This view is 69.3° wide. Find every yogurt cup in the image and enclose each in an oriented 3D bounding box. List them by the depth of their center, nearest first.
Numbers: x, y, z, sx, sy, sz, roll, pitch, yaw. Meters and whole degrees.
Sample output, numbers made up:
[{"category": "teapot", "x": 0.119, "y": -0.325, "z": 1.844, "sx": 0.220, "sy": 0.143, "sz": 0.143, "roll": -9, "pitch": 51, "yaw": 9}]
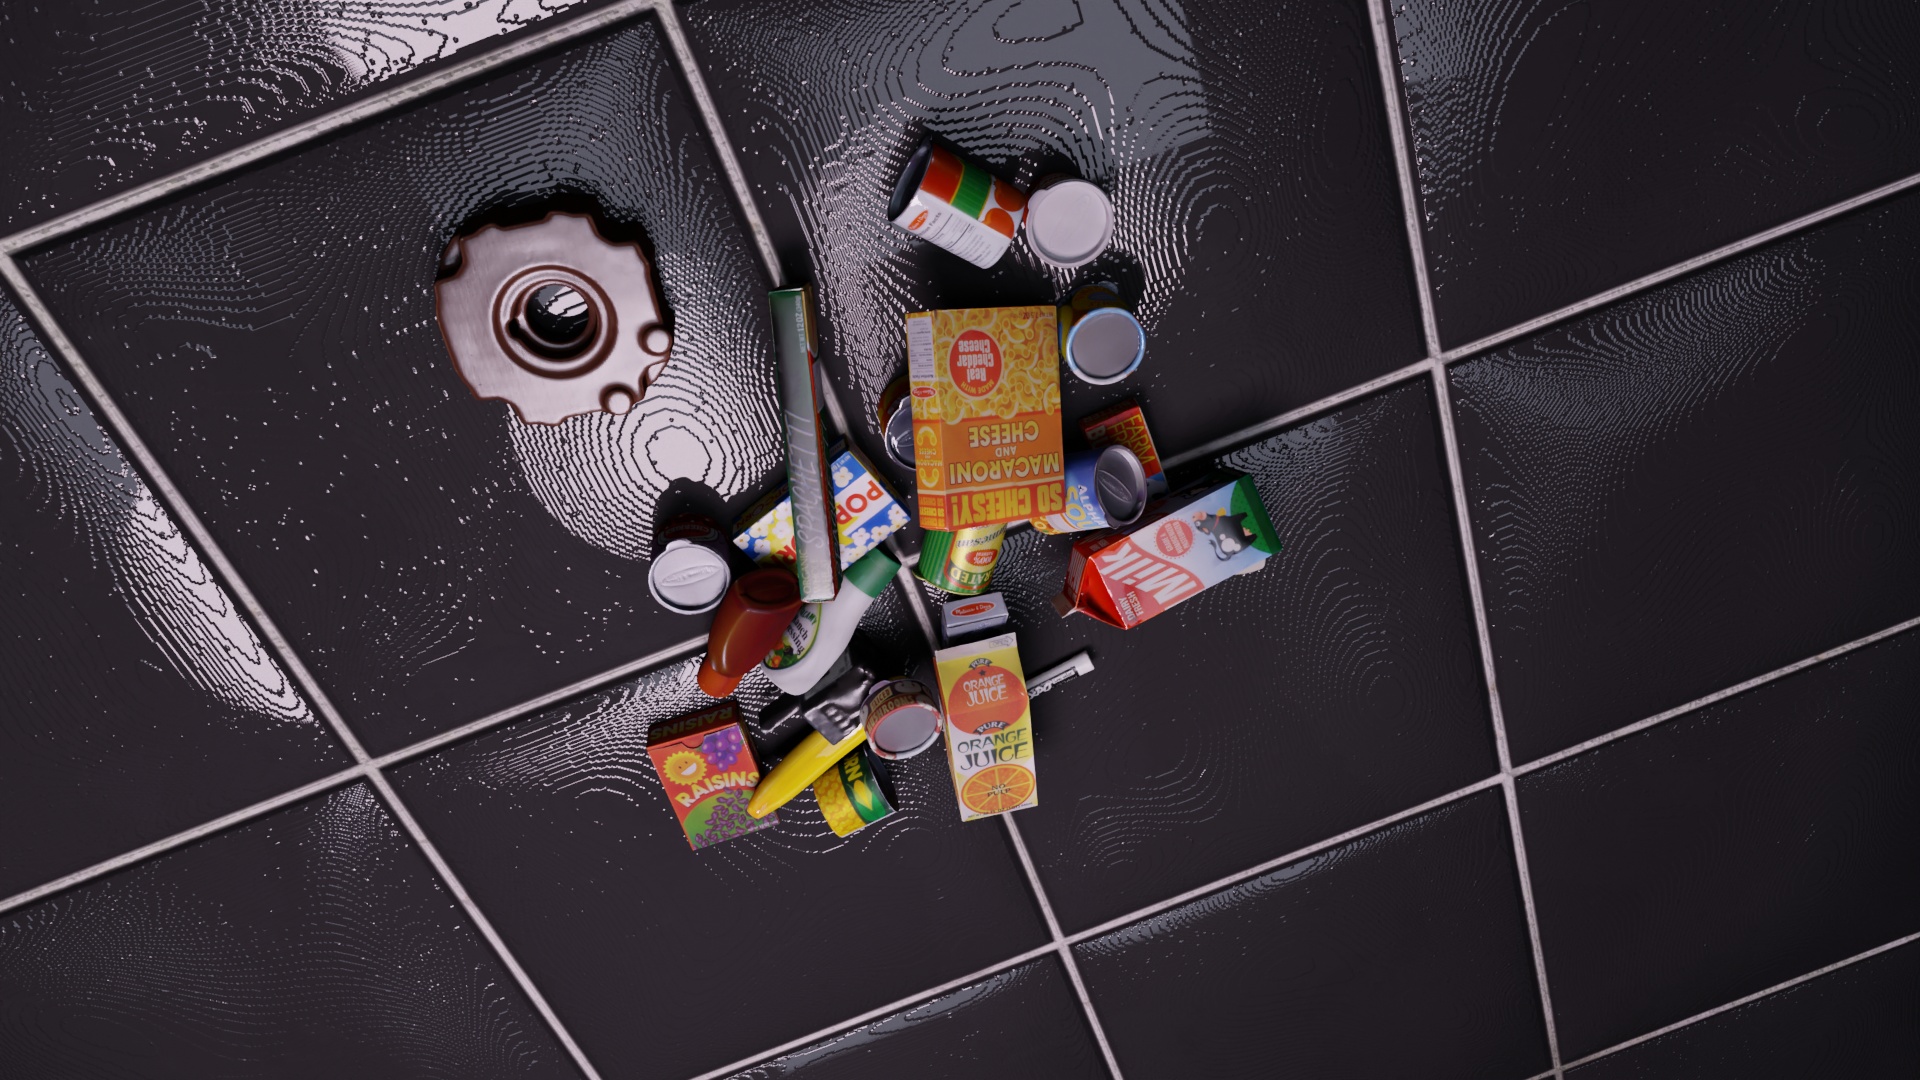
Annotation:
[{"category": "yogurt cup", "x": 0.079, "y": -0.249, "z": 1.066, "sx": 0.072, "sy": 0.054, "sz": 0.072, "roll": -5, "pitch": 119, "yaw": -8}]

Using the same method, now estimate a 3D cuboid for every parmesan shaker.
[{"category": "parmesan shaker", "x": 0.004, "y": -0.015, "z": 1.168, "sx": 0.071, "sy": 0.071, "sz": 0.102, "roll": 8, "pitch": 116, "yaw": -15}]

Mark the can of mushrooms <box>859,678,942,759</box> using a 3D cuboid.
[{"category": "can of mushrooms", "x": -0.052, "y": 0.152, "z": 1.185, "sx": 0.071, "sy": 0.033, "sz": 0.070, "roll": -12, "pitch": 130, "yaw": -14}]

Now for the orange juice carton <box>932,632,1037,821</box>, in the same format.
[{"category": "orange juice carton", "x": 0.021, "y": 0.156, "z": 1.226, "sx": 0.072, "sy": 0.073, "sz": 0.191, "roll": -11, "pitch": 131, "yaw": -5}]

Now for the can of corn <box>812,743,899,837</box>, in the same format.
[{"category": "can of corn", "x": -0.098, "y": 0.230, "z": 1.282, "sx": 0.058, "sy": 0.071, "sz": 0.071, "roll": -26, "pitch": 119, "yaw": 4}]

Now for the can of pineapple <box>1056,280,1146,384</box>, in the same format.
[{"category": "can of pineapple", "x": 0.110, "y": -0.167, "z": 1.114, "sx": 0.071, "sy": 0.058, "sz": 0.070, "roll": -4, "pitch": 118, "yaw": -8}]

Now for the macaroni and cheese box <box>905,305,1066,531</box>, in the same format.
[{"category": "macaroni and cheese box", "x": 0.022, "y": -0.098, "z": 1.085, "sx": 0.124, "sy": 0.040, "sz": 0.166, "roll": -9, "pitch": 99, "yaw": -37}]

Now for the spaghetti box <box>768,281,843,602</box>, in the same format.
[{"category": "spaghetti box", "x": -0.120, "y": -0.075, "z": 1.089, "sx": 0.029, "sy": 0.050, "sz": 0.249, "roll": -3, "pitch": 105, "yaw": 4}]

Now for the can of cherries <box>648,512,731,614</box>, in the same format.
[{"category": "can of cherries", "x": -0.223, "y": 0.016, "z": 1.147, "sx": 0.071, "sy": 0.058, "sz": 0.071, "roll": -4, "pitch": 119, "yaw": -7}]

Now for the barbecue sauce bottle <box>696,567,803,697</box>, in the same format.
[{"category": "barbecue sauce bottle", "x": -0.184, "y": 0.081, "z": 1.169, "sx": 0.065, "sy": 0.044, "sz": 0.147, "roll": -11, "pitch": 151, "yaw": -37}]

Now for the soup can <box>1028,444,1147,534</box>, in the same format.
[{"category": "soup can", "x": 0.101, "y": -0.039, "z": 1.152, "sx": 0.083, "sy": 0.072, "sz": 0.071, "roll": -9, "pitch": 132, "yaw": 45}]

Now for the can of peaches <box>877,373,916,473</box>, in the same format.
[{"category": "can of peaches", "x": -0.032, "y": -0.098, "z": 1.124, "sx": 0.071, "sy": 0.058, "sz": 0.071, "roll": -4, "pitch": 118, "yaw": -8}]

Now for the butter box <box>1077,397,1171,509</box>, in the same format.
[{"category": "butter box", "x": 0.142, "y": -0.068, "z": 1.192, "sx": 0.053, "sy": 0.024, "sz": 0.103, "roll": -24, "pitch": 120, "yaw": 2}]

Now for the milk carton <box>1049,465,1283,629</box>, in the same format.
[{"category": "milk carton", "x": 0.164, "y": 0.014, "z": 1.170, "sx": 0.191, "sy": 0.072, "sz": 0.073, "roll": -27, "pitch": 100, "yaw": -1}]

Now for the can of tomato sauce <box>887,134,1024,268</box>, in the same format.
[{"category": "can of tomato sauce", "x": -0.002, "y": -0.253, "z": 1.043, "sx": 0.083, "sy": 0.071, "sz": 0.071, "roll": 23, "pitch": 111, "yaw": -22}]

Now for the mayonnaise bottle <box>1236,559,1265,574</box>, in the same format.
[{"category": "mayonnaise bottle", "x": 0.195, "y": 0.004, "z": 1.232, "sx": 0.148, "sy": 0.041, "sz": 0.064, "roll": -7, "pitch": 111, "yaw": -6}]

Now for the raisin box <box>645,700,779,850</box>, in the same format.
[{"category": "raisin box", "x": -0.224, "y": 0.214, "z": 1.264, "sx": 0.086, "sy": 0.040, "sz": 0.122, "roll": -16, "pitch": 119, "yaw": -1}]

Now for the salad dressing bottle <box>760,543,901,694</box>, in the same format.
[{"category": "salad dressing bottle", "x": -0.110, "y": 0.065, "z": 1.197, "sx": 0.044, "sy": 0.064, "sz": 0.147, "roll": 35, "pitch": 98, "yaw": -37}]

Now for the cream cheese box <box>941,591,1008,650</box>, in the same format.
[{"category": "cream cheese box", "x": 0.011, "y": 0.077, "z": 1.211, "sx": 0.053, "sy": 0.024, "sz": 0.103, "roll": -11, "pitch": 159, "yaw": -6}]

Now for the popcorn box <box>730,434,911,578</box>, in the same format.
[{"category": "popcorn box", "x": -0.116, "y": -0.017, "z": 1.161, "sx": 0.126, "sy": 0.038, "sz": 0.085, "roll": -37, "pitch": 118, "yaw": 10}]
